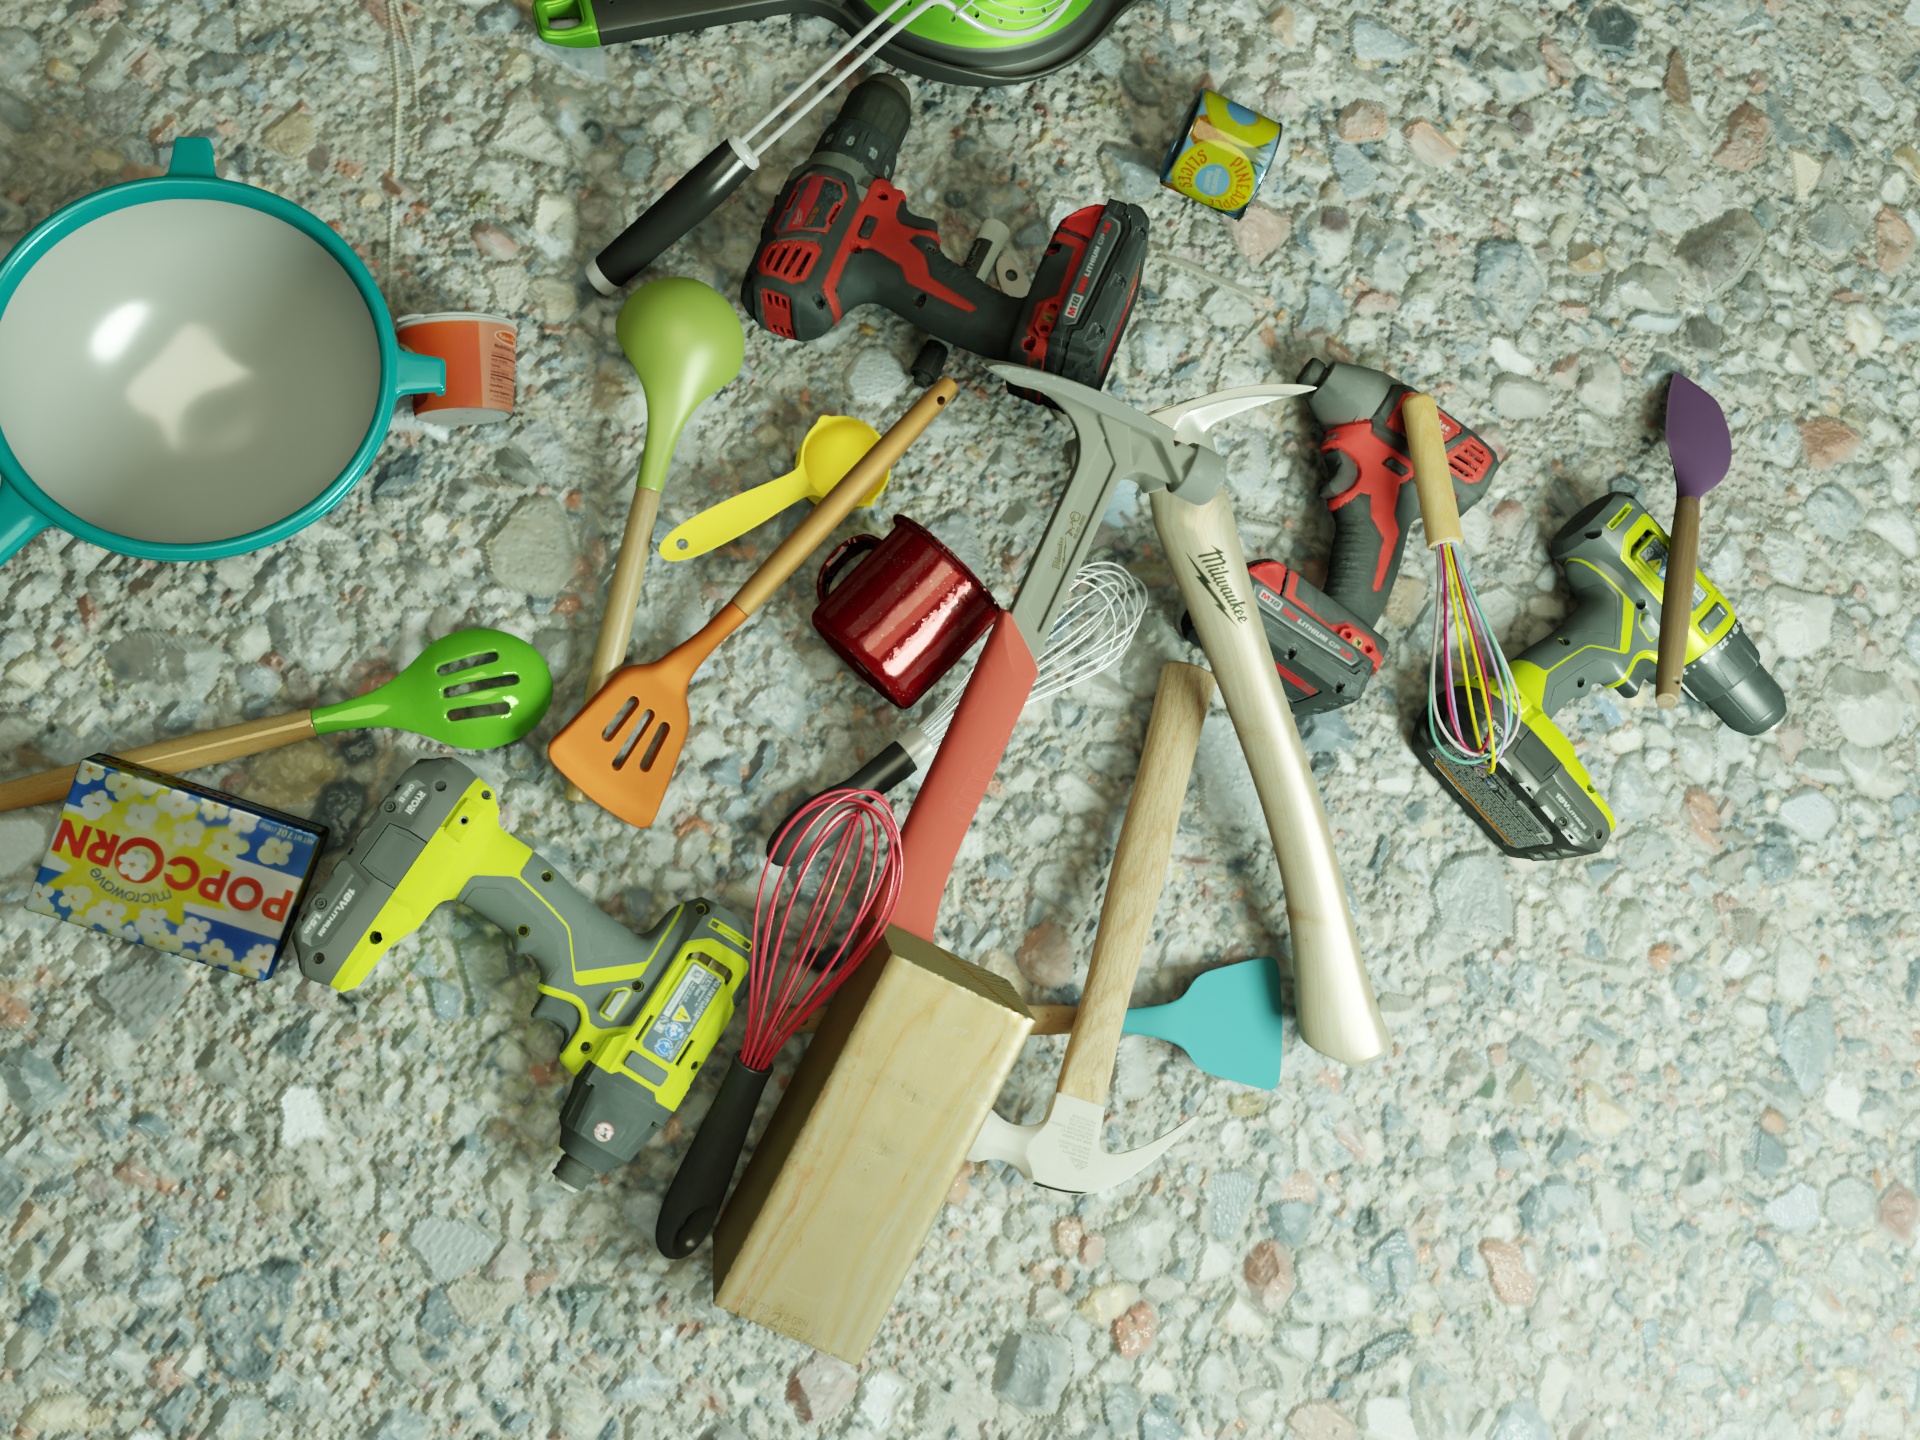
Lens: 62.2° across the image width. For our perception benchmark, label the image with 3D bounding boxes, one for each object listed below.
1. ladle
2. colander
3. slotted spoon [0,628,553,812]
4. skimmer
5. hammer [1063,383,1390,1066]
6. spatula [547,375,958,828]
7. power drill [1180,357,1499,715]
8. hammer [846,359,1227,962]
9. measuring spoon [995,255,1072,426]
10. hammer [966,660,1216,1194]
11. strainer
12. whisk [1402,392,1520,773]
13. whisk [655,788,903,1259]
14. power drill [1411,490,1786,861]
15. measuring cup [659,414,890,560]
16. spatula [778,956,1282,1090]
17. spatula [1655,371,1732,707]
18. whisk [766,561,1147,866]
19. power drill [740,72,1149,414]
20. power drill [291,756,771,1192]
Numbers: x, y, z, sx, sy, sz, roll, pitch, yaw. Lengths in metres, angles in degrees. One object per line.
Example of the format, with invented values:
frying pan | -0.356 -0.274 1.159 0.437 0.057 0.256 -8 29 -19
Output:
ladle | -0.193 -0.109 0.943 0.078 0.062 0.320 14 86 -18
colander | -0.068 -0.486 0.974 0.397 0.094 0.205 -14 71 -9
slotted spoon | -0.385 0.010 0.884 0.313 0.031 0.070 -14 88 -13
skimmer | -0.080 -0.381 0.935 0.363 0.090 0.127 -35 119 18
hammer | 0.192 0.009 0.943 0.146 0.038 0.410 -18 98 6
spatula | -0.109 -0.080 0.930 0.322 0.041 0.081 -48 122 -4
power drill | 0.241 -0.125 1.021 0.143 0.078 0.220 35 73 -6
hammer | 0.010 -0.015 0.897 0.149 0.037 0.359 21 102 -17
measuring spoon | 0.055 -0.247 1.024 0.034 0.018 0.124 -27 88 -15
hammer | 0.102 0.116 0.950 0.130 0.031 0.331 18 69 0
strainer | -0.453 -0.133 0.855 0.211 0.095 0.340 43 78 -1
whisk | 0.300 -0.086 0.975 0.047 0.051 0.245 14 65 -50
whisk | -0.105 0.170 0.867 0.073 0.073 0.296 22 102 -9
power drill | 0.427 -0.015 1.046 0.228 0.080 0.190 -43 92 -18
measuring cup | -0.114 -0.132 0.957 0.156 0.029 0.062 -30 93 -19
spatula | 0.049 0.182 0.960 0.317 0.044 0.082 2 82 -8
spatula | 0.477 -0.124 1.043 0.059 0.018 0.316 33 52 -8
whisk | -0.001 -0.003 0.959 0.284 0.070 0.070 -38 92 -11
power drill | -0.002 -0.296 0.972 0.227 0.080 0.188 19 70 7
power drill | -0.240 0.137 0.874 0.223 0.080 0.171 34 75 -9
